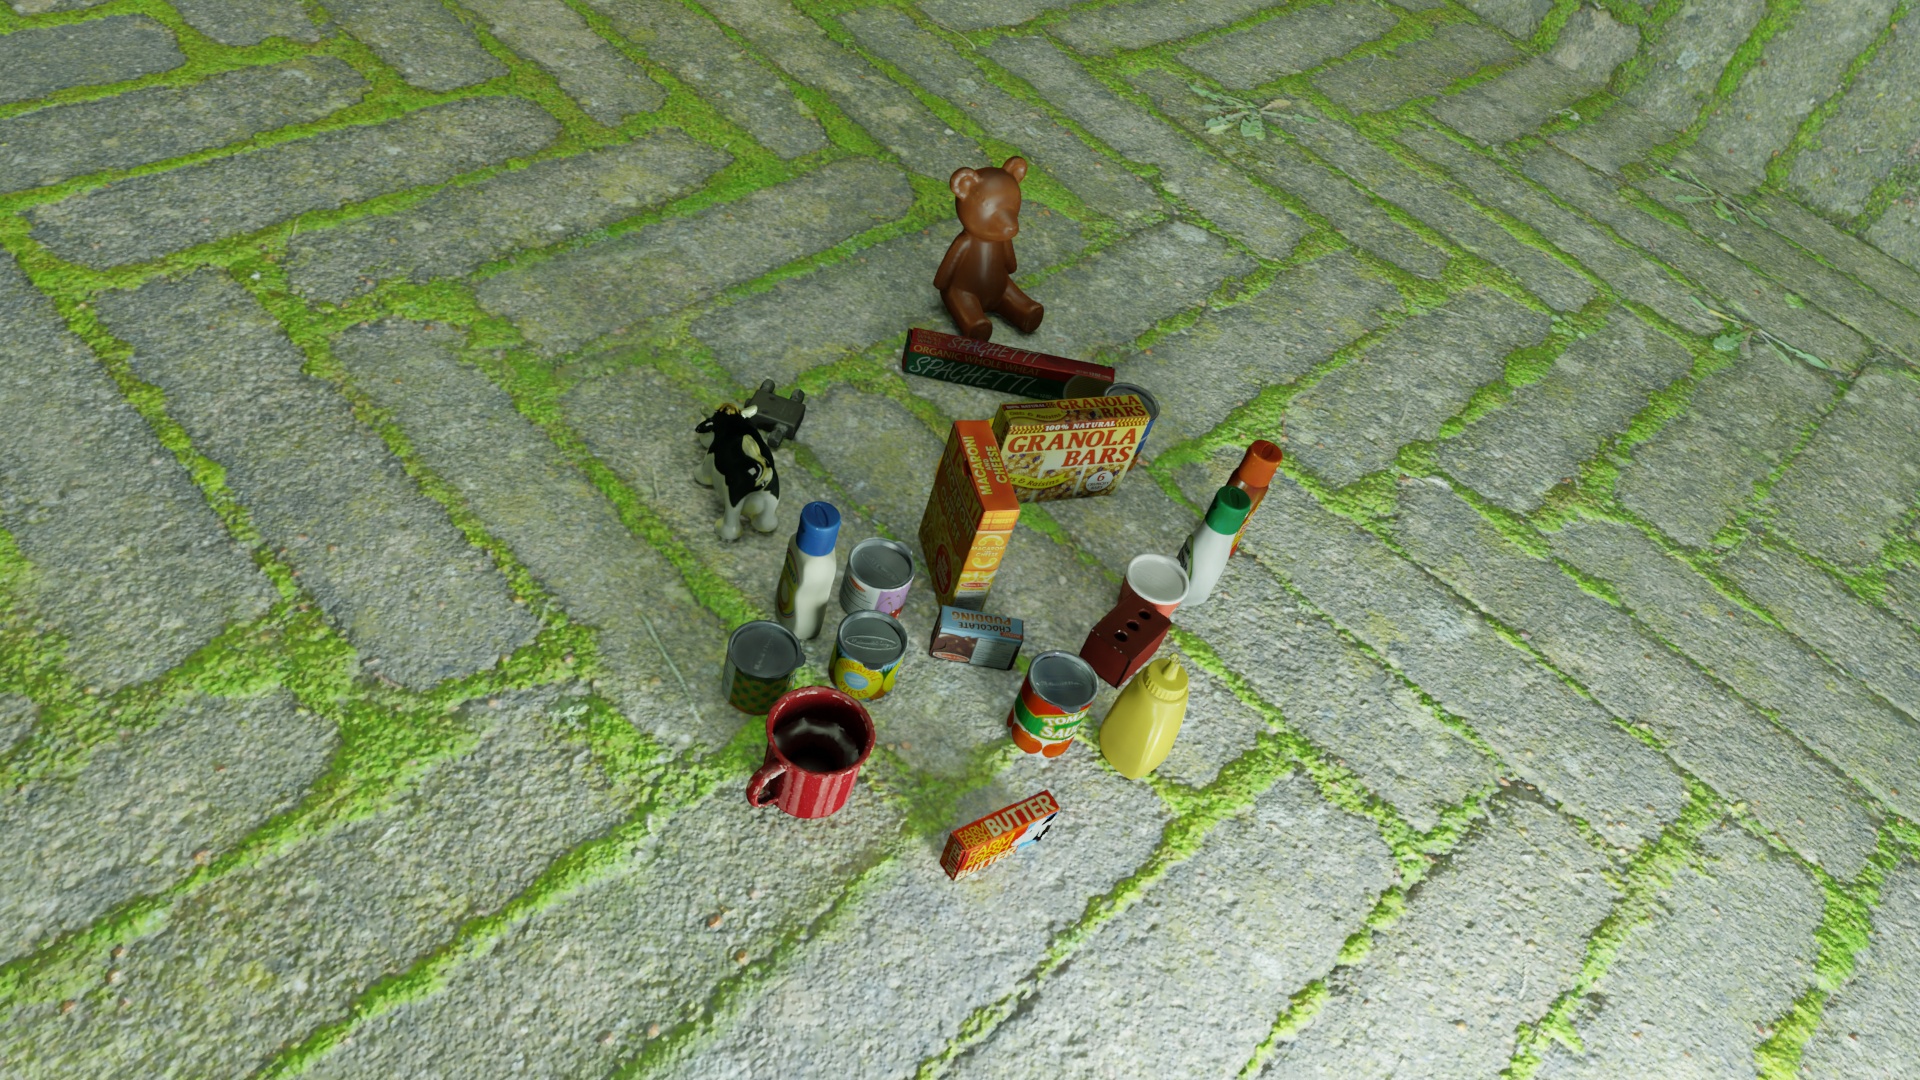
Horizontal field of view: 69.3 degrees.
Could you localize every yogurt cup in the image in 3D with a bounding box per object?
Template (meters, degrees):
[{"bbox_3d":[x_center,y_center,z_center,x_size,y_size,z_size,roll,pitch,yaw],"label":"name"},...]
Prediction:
[{"bbox_3d":[0.196,0.055,1.439,0.072,0.053,0.073,9,46,-9],"label":"yogurt cup"}]

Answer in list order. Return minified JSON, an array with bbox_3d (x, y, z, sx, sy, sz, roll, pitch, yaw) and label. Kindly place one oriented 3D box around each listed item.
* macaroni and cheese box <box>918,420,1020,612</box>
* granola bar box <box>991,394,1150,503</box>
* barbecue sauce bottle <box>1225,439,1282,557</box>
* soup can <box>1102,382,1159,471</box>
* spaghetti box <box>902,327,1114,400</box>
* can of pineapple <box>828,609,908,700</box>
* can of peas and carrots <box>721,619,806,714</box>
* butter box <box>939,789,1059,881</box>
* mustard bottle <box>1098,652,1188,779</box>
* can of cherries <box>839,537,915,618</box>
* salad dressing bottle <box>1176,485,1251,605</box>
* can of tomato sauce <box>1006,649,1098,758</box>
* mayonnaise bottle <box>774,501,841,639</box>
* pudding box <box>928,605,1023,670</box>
[{"bbox_3d":[0.005,-0.017,1.367,0.040,0.165,0.124,-1,49,-19],"label":"macaroni and cheese box"},{"bbox_3d":[0.108,-0.098,1.505,0.166,0.123,0.039,-6,50,-22],"label":"granola bar box"},{"bbox_3d":[0.303,-0.045,1.500,0.044,0.147,0.065,30,46,11],"label":"barbecue sauce bottle"},{"bbox_3d":[0.180,-0.128,1.585,0.071,0.083,0.072,9,46,-9],"label":"soup can"},{"bbox_3d":[0.056,-0.202,1.639,0.250,0.049,0.029,10,46,-9],"label":"spaghetti box"},{"bbox_3d":[-0.087,0.109,1.295,0.071,0.057,0.071,9,46,-9],"label":"can of pineapple"},{"bbox_3d":[-0.178,0.116,1.258,0.071,0.058,0.071,9,46,-9],"label":"can of peas and carrots"},{"bbox_3d":[0.034,0.254,1.199,0.104,0.052,0.024,-18,55,-30],"label":"butter box"},{"bbox_3d":[0.175,0.153,1.265,0.049,0.159,0.065,-24,59,-34],"label":"mustard bottle"},{"bbox_3d":[-0.080,0.040,1.362,0.071,0.058,0.072,9,46,-9],"label":"can of cherries"},{"bbox_3d":[0.258,0.005,1.439,0.044,0.146,0.064,10,46,-9],"label":"salad dressing bottle"},{"bbox_3d":[0.085,0.154,1.289,0.071,0.082,0.071,9,46,-9],"label":"can of tomato sauce"},{"bbox_3d":[-0.141,0.026,1.293,0.041,0.147,0.065,-7,51,-24],"label":"mayonnaise bottle"},{"bbox_3d":[0.015,0.095,1.346,0.084,0.049,0.030,10,46,-8],"label":"pudding box"}]
